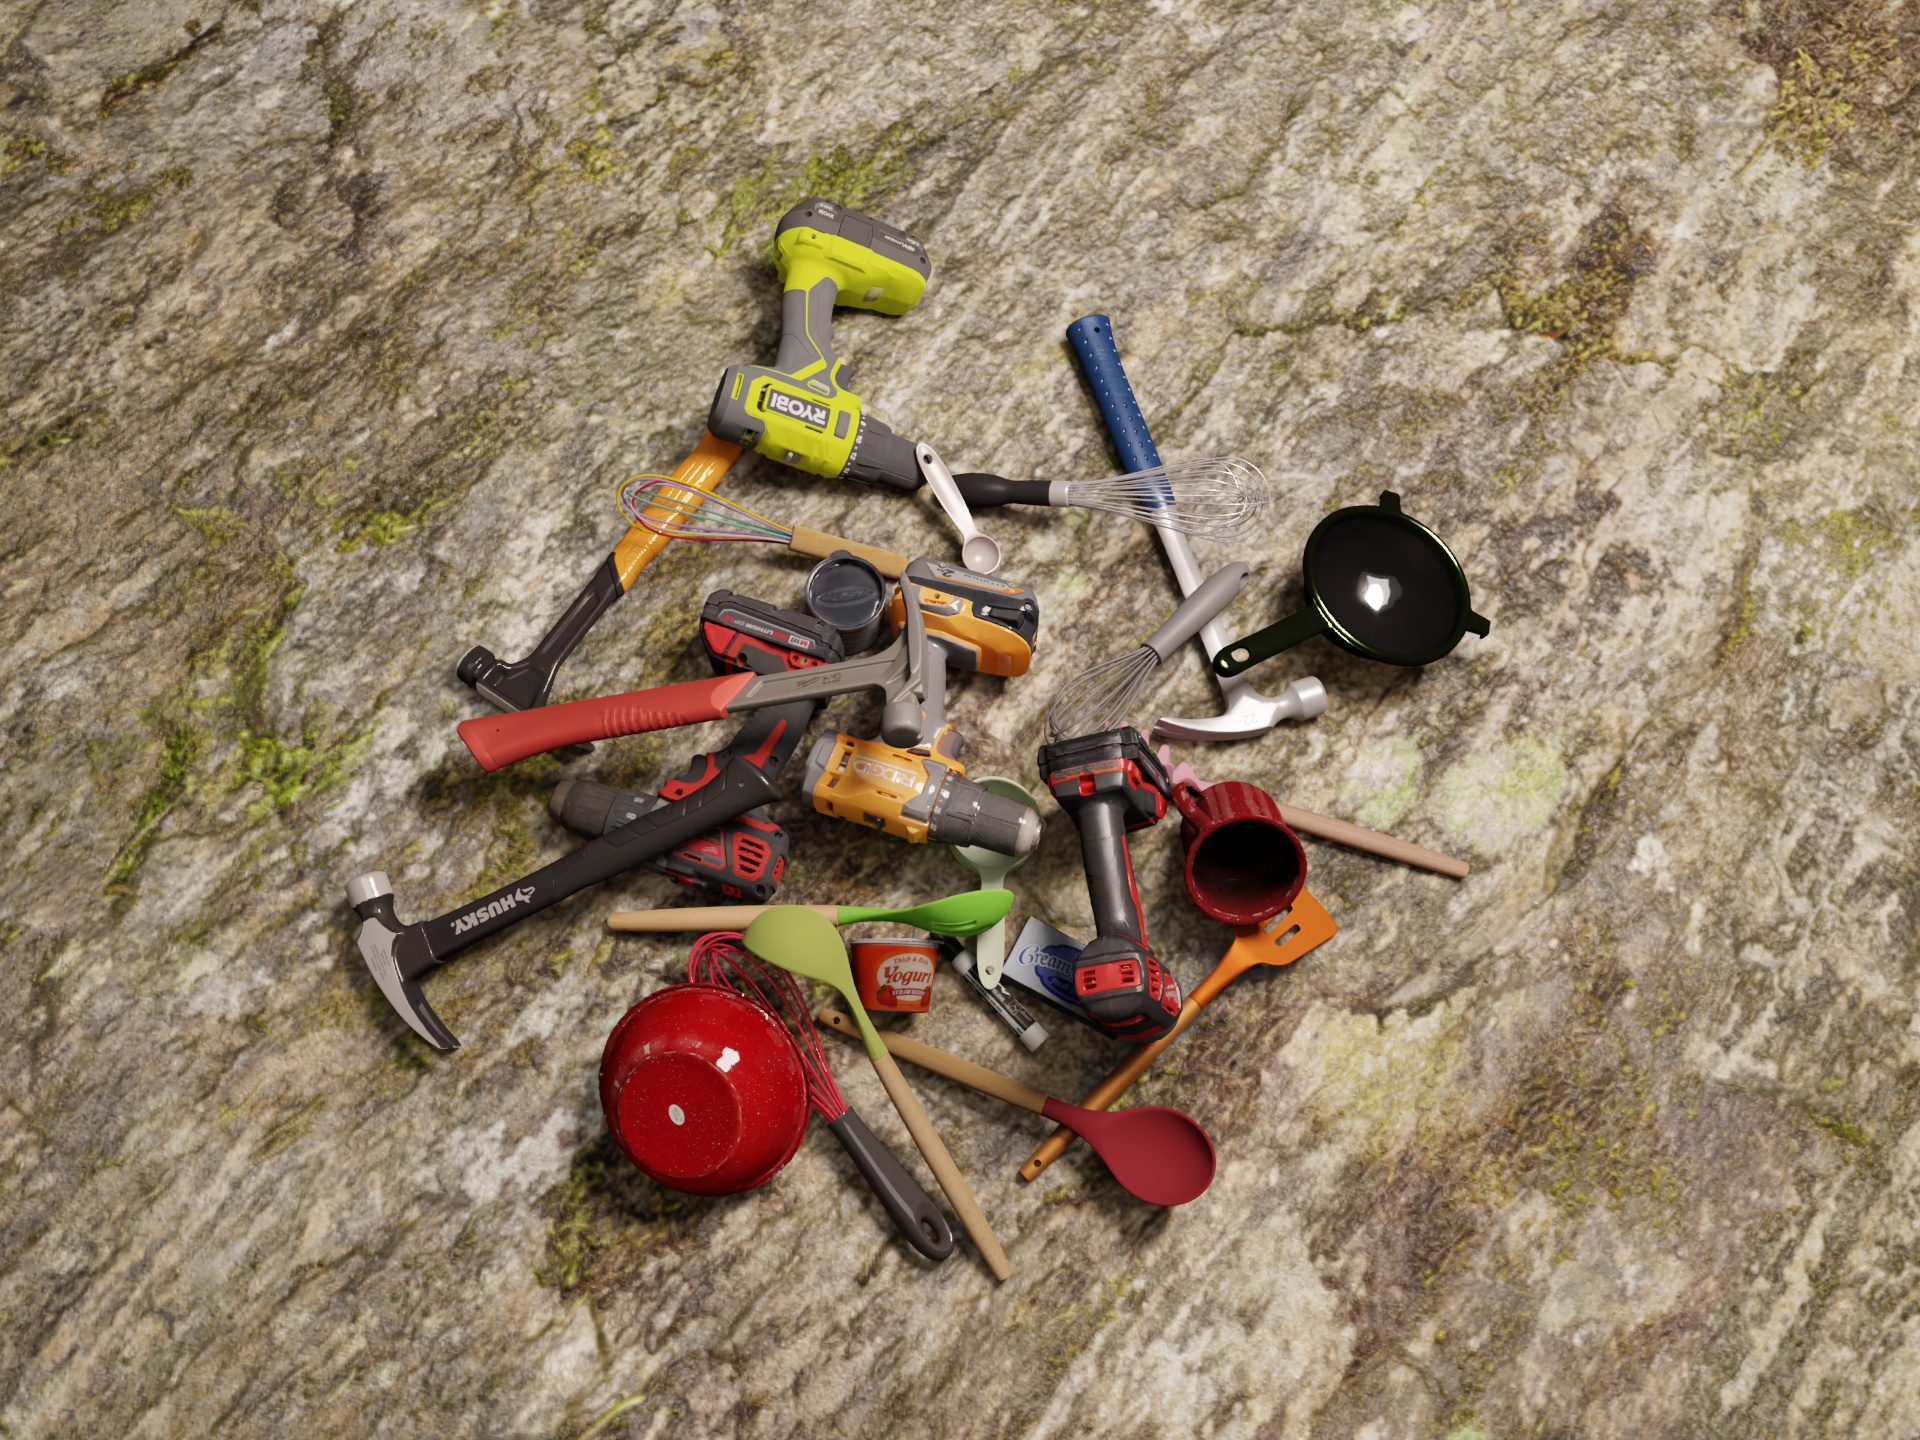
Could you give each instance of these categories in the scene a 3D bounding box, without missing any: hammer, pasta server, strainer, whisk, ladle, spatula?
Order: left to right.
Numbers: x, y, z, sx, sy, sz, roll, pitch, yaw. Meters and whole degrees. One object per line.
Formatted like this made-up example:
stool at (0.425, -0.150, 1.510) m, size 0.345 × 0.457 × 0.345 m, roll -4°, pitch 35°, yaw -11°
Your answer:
hammer at (-0.286, 0.119, 1.181) m, size 0.335 × 0.035 × 0.146 m, roll -26°, pitch 78°, yaw 3°
hammer at (-0.264, -0.135, 1.318) m, size 0.127 × 0.034 × 0.337 m, roll 31°, pitch 71°, yaw 7°
hammer at (-0.201, -0.021, 1.191) m, size 0.359 × 0.036 × 0.149 m, roll -9°, pitch 52°, yaw 8°
whisk at (-0.162, -0.154, 1.310) m, size 0.245 × 0.051 × 0.047 m, roll 14°, pitch 92°, yaw -16°
whisk at (-0.102, 0.277, 1.175) m, size 0.073 × 0.073 × 0.296 m, roll -38°, pitch 83°, yaw -16°
ladle at (-0.056, 0.273, 1.155) m, size 0.062 × 0.078 × 0.320 m, roll -30°, pitch 92°, yaw 1°
ladle at (0.038, 0.278, 1.184) m, size 0.315 × 0.031 × 0.069 m, roll 20°, pitch 73°, yaw 11°
whisk at (0.115, -0.186, 1.326) m, size 0.284 × 0.070 × 0.070 m, roll 5°, pitch 69°, yaw 18°
whisk at (0.153, -0.057, 1.279) m, size 0.055 × 0.055 × 0.239 m, roll 44°, pitch 68°, yaw 11°
hammer at (0.172, -0.170, 1.364) m, size 0.144 × 0.035 × 0.406 m, roll -16°, pitch 73°, yaw -10°
spatula at (0.163, 0.237, 1.228) m, size 0.322 × 0.041 × 0.081 m, roll -42°, pitch 79°, yaw -12°
pasta server at (0.262, 0.068, 1.286) m, size 0.316 × 0.060 × 0.040 m, roll 18°, pitch 105°, yaw -1°
strainer at (0.301, -0.080, 1.311) m, size 0.256 × 0.069 × 0.151 m, roll -25°, pitch 74°, yaw -24°

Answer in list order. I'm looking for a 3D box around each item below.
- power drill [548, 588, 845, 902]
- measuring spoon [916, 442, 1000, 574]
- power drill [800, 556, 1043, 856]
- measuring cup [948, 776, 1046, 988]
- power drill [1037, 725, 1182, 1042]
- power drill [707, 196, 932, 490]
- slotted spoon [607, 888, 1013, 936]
power drill at (-0.202, 0.016, 1.250) m, size 0.188 × 0.080 × 0.227 m, roll 18°, pitch 73°, yaw 3°
measuring spoon at (-0.006, -0.178, 1.347) m, size 0.034 × 0.018 × 0.124 m, roll -30°, pitch 93°, yaw -18°
power drill at (-0.002, -0.004, 1.245) m, size 0.185 × 0.084 × 0.226 m, roll 17°, pitch 61°, yaw 9°
measuring cup at (0.023, 0.129, 1.247) m, size 0.083 × 0.038 × 0.168 m, roll 3°, pitch 72°, yaw -3°
power drill at (0.120, 0.128, 1.181) m, size 0.078 × 0.143 × 0.220 m, roll -13°, pitch 64°, yaw 18°
power drill at (-0.099, -0.313, 1.364) m, size 0.190 × 0.080 × 0.229 m, roll 17°, pitch 70°, yaw -17°
slotted spoon at (-0.116, 0.149, 1.202) m, size 0.314 × 0.070 × 0.031 m, roll -2°, pitch 68°, yaw 9°
